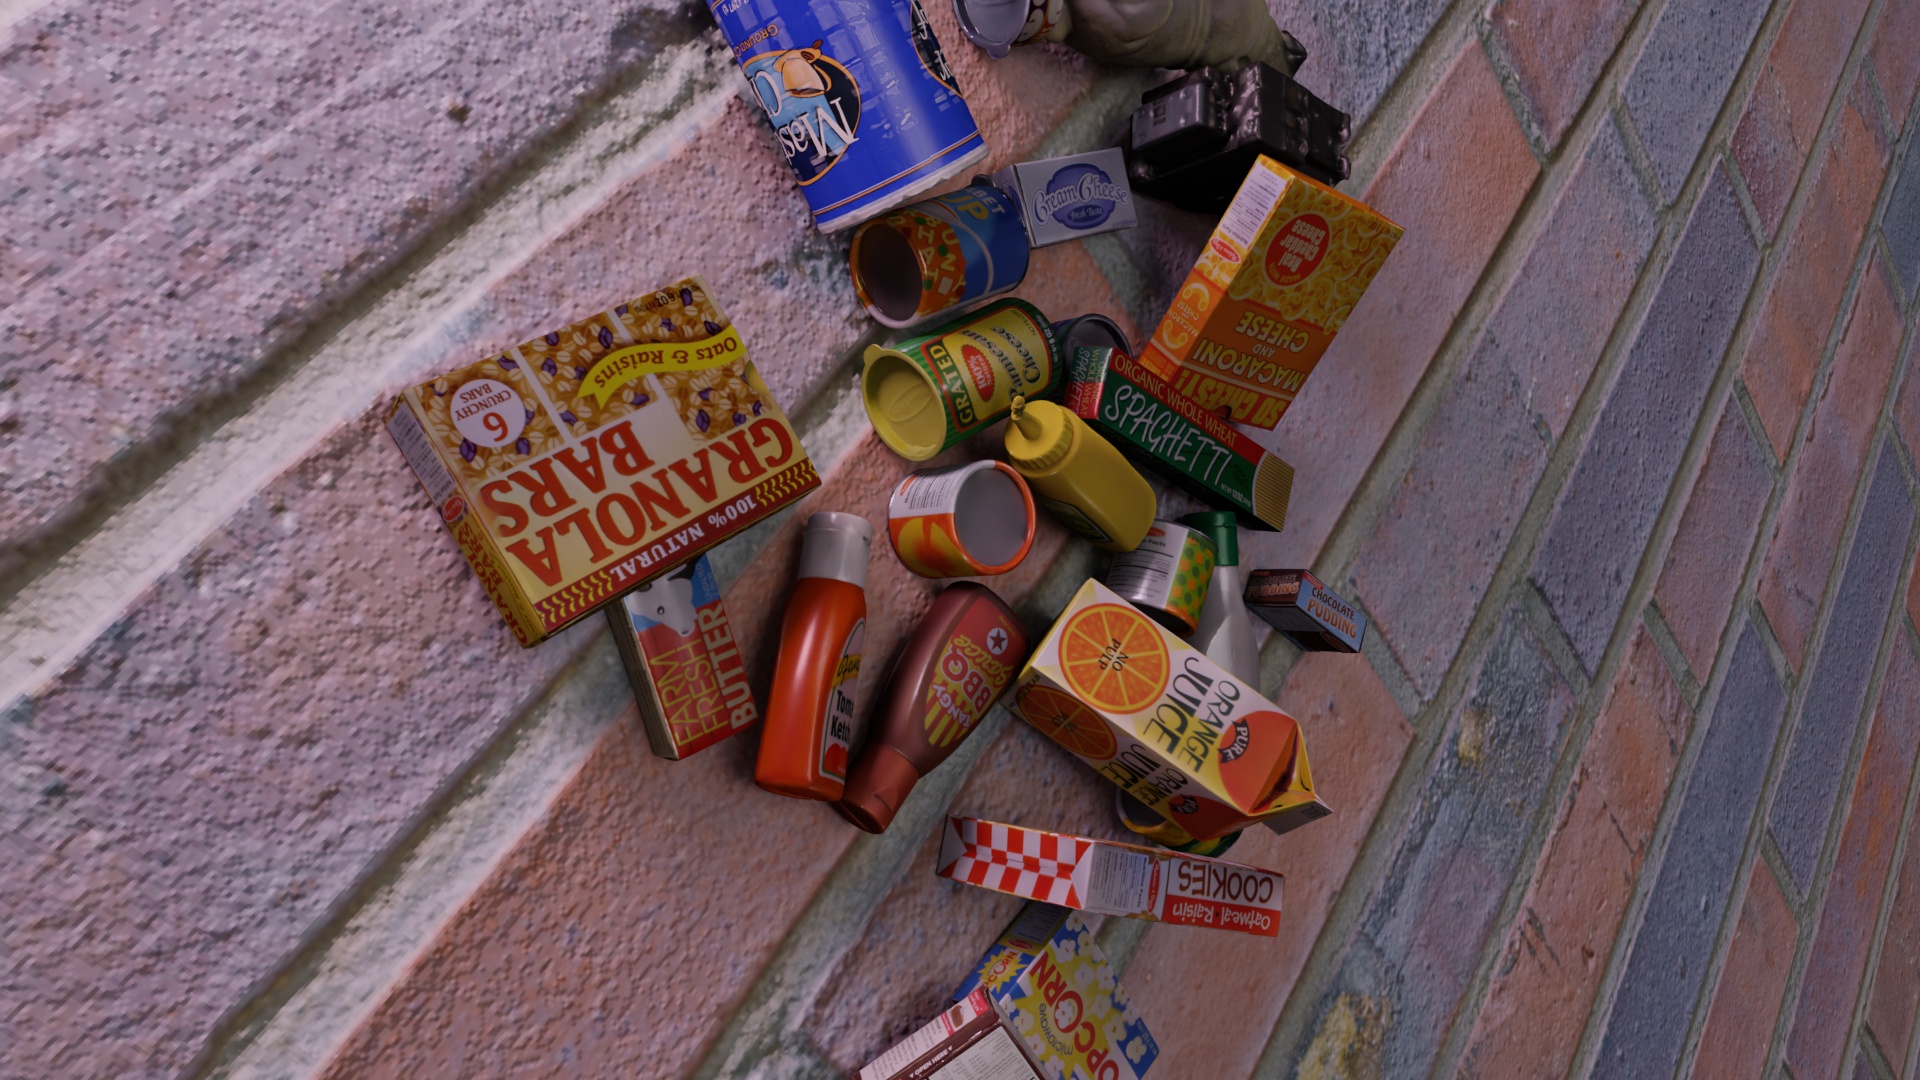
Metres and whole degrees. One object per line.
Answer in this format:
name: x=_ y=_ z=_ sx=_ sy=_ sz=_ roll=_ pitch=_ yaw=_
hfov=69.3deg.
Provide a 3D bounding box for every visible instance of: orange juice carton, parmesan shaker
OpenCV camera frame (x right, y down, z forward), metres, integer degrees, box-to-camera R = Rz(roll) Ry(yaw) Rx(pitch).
orange juice carton: x=0.127 y=0.114 z=0.830 sx=0.193 sy=0.071 sz=0.073 roll=35 pitch=61 yaw=3
parmesan shaker: x=0.001 y=-0.098 z=0.802 sx=0.103 sy=0.071 sz=0.071 roll=-31 pitch=106 yaw=-37

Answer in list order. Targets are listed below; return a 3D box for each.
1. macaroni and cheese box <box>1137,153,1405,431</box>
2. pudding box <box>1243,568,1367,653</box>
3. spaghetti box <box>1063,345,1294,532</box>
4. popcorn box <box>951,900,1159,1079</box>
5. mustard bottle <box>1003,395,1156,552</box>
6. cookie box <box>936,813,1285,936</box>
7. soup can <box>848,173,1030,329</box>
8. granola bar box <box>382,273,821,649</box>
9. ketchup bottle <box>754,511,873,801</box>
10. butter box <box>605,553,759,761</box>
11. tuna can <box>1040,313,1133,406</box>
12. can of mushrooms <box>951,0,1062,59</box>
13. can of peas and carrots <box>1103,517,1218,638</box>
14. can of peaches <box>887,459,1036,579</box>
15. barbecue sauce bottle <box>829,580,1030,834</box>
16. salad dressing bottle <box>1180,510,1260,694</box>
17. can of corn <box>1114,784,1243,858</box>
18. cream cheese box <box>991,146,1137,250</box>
macaroni and cheese box: x=0.206 y=-0.160 z=0.934 sx=0.124 sy=0.040 sz=0.165 roll=10 pitch=119 yaw=-39
pudding box: x=0.251 y=0.052 z=1.010 sx=0.083 sy=0.049 sz=0.030 roll=34 pitch=68 yaw=-32
spaghetti box: x=0.150 y=-0.062 z=0.919 sx=0.250 sy=0.028 sz=0.050 roll=23 pitch=76 yaw=-48
popcorn box: x=0.060 y=0.293 z=0.837 sx=0.085 sy=0.038 sz=0.126 roll=-42 pitch=113 yaw=-33
mustard bottle: x=0.063 y=-0.044 z=0.827 sx=0.160 sy=0.065 sz=0.049 roll=40 pitch=76 yaw=-52
cookie box: x=0.090 y=0.196 z=0.815 sx=0.167 sy=0.123 sz=0.040 roll=19 pitch=76 yaw=-37
soup can: x=-0.013 y=-0.166 z=0.795 sx=0.084 sy=0.071 sz=0.071 roll=-27 pitch=104 yaw=-38
granola bar box: x=-0.163 y=-0.042 z=0.660 sx=0.166 sy=0.039 sz=0.124 roll=-33 pitch=94 yaw=-37
ketchup bottle: x=-0.075 y=0.060 z=0.734 sx=0.064 sy=0.043 sz=0.149 roll=64 pitch=31 yaw=-70
butter box: x=-0.142 y=0.053 z=0.697 sx=0.053 sy=0.024 sz=0.103 roll=-24 pitch=101 yaw=-38
tuna can: x=0.076 y=-0.108 z=0.887 sx=0.071 sy=0.033 sz=0.071 roll=4 pitch=84 yaw=-40
can of mushrooms: x=0.028 y=-0.331 z=0.844 sx=0.033 sy=0.071 sz=0.071 roll=-25 pitch=103 yaw=-39
can of peas and carrots: x=0.129 y=0.026 z=0.900 sx=0.071 sy=0.071 sz=0.059 roll=32 pitch=68 yaw=-34
can of peaches: x=0.003 y=-0.010 z=0.801 sx=0.071 sy=0.058 sz=0.071 roll=4 pitch=83 yaw=-39
barbecue sauce bottle: x=-0.019 y=0.095 z=0.784 sx=0.064 sy=0.043 sz=0.149 roll=52 pitch=57 yaw=-27
salad dressing bottle: x=0.174 y=0.055 z=0.950 sx=0.064 sy=0.044 sz=0.147 roll=2 pitch=84 yaw=-38
can of corn: x=0.144 y=0.166 z=0.897 sx=0.058 sy=0.071 sz=0.071 roll=32 pitch=67 yaw=-33
cream cheese box: x=0.069 y=-0.220 z=0.896 sx=0.104 sy=0.024 sz=0.053 roll=-21 pitch=100 yaw=-39
